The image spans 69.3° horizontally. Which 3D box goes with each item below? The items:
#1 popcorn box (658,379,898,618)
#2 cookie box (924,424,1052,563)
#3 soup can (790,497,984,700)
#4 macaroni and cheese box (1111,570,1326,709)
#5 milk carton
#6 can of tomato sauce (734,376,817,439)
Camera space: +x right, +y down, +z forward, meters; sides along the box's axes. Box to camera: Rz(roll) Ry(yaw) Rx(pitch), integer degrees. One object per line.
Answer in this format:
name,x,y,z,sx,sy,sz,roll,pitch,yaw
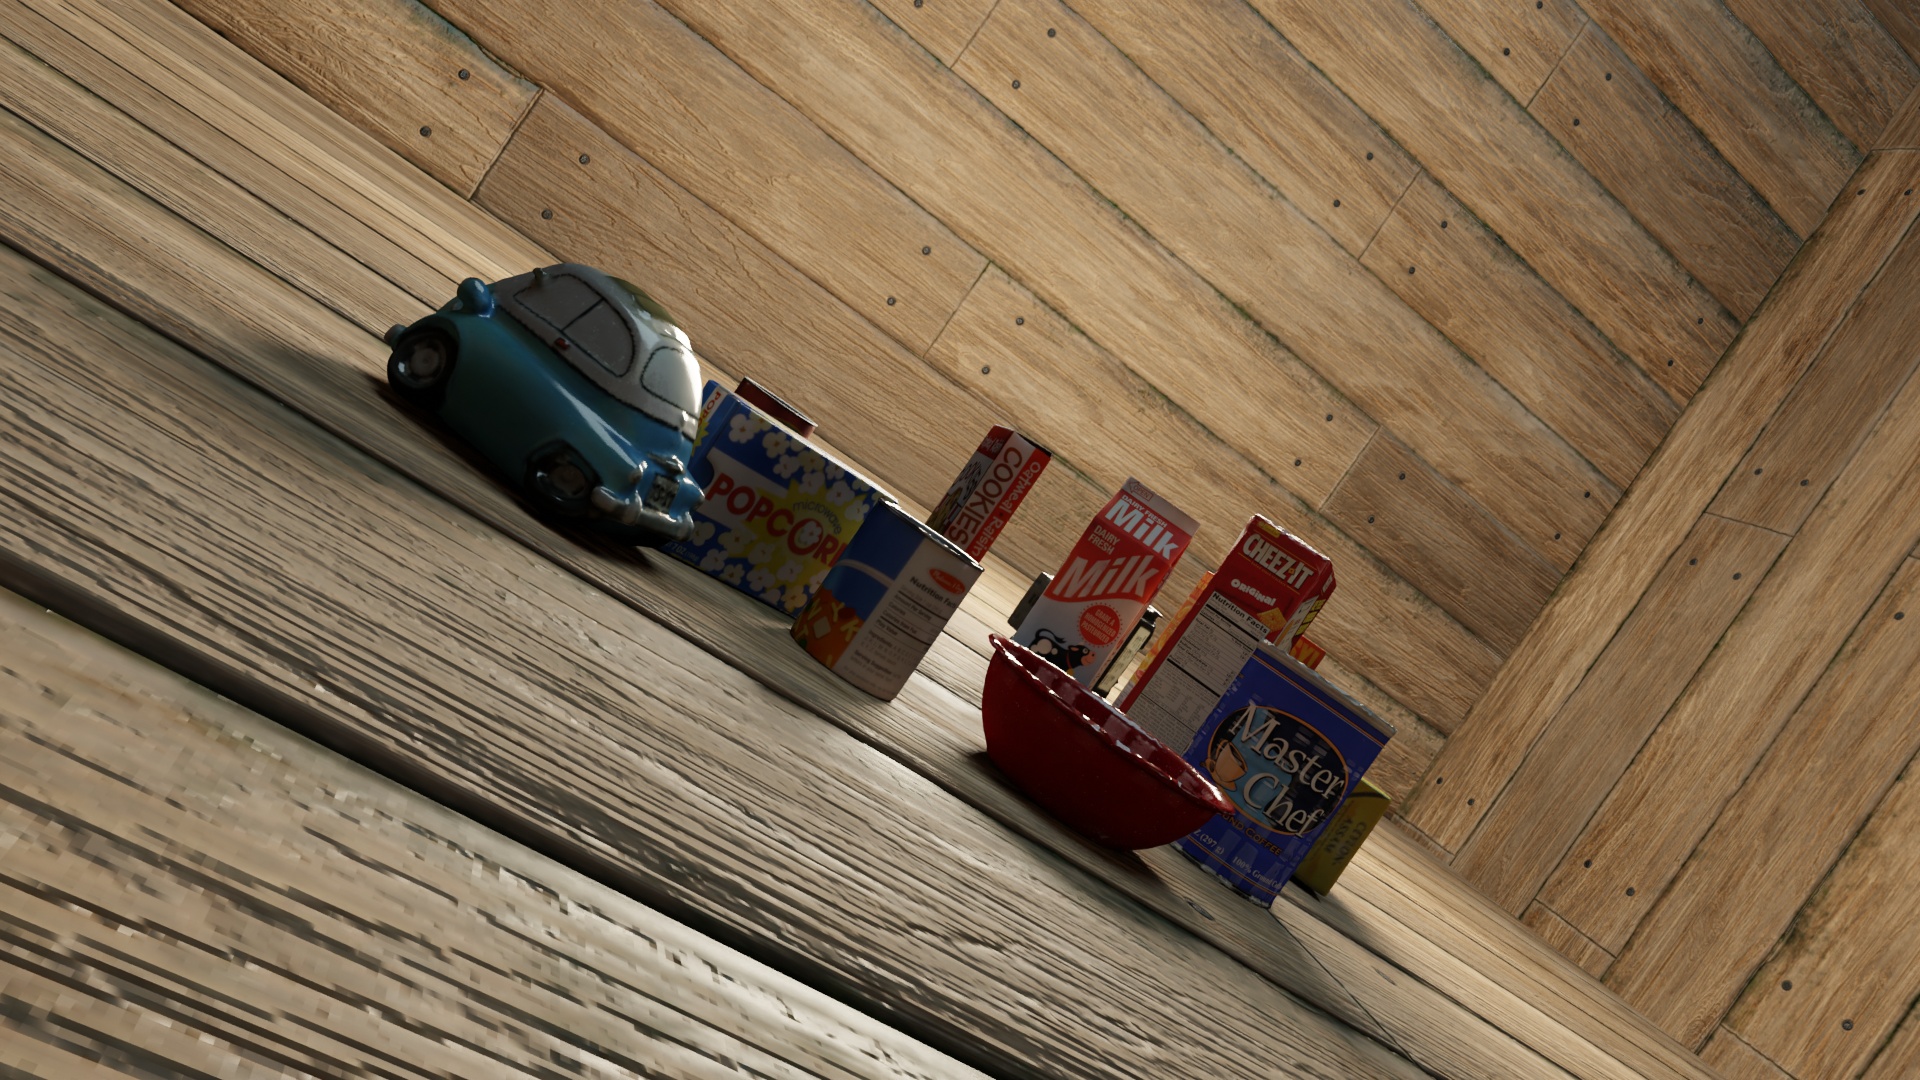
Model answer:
popcorn box,-0.103,-0.017,0.733,0.126,0.085,0.038,33,3,-43
cookie box,0.004,-0.014,1.121,0.040,0.167,0.123,35,2,-9
soup can,-0.039,0.029,0.717,0.071,0.083,0.071,35,2,-1
macaroni and cheese box,0.211,0.127,1.177,0.123,0.166,0.040,34,2,-20
milk carton,0.109,0.046,1.105,0.072,0.190,0.073,35,2,11
can of tomato sauce,-0.158,-0.071,1.048,0.071,0.083,0.071,35,2,-1
